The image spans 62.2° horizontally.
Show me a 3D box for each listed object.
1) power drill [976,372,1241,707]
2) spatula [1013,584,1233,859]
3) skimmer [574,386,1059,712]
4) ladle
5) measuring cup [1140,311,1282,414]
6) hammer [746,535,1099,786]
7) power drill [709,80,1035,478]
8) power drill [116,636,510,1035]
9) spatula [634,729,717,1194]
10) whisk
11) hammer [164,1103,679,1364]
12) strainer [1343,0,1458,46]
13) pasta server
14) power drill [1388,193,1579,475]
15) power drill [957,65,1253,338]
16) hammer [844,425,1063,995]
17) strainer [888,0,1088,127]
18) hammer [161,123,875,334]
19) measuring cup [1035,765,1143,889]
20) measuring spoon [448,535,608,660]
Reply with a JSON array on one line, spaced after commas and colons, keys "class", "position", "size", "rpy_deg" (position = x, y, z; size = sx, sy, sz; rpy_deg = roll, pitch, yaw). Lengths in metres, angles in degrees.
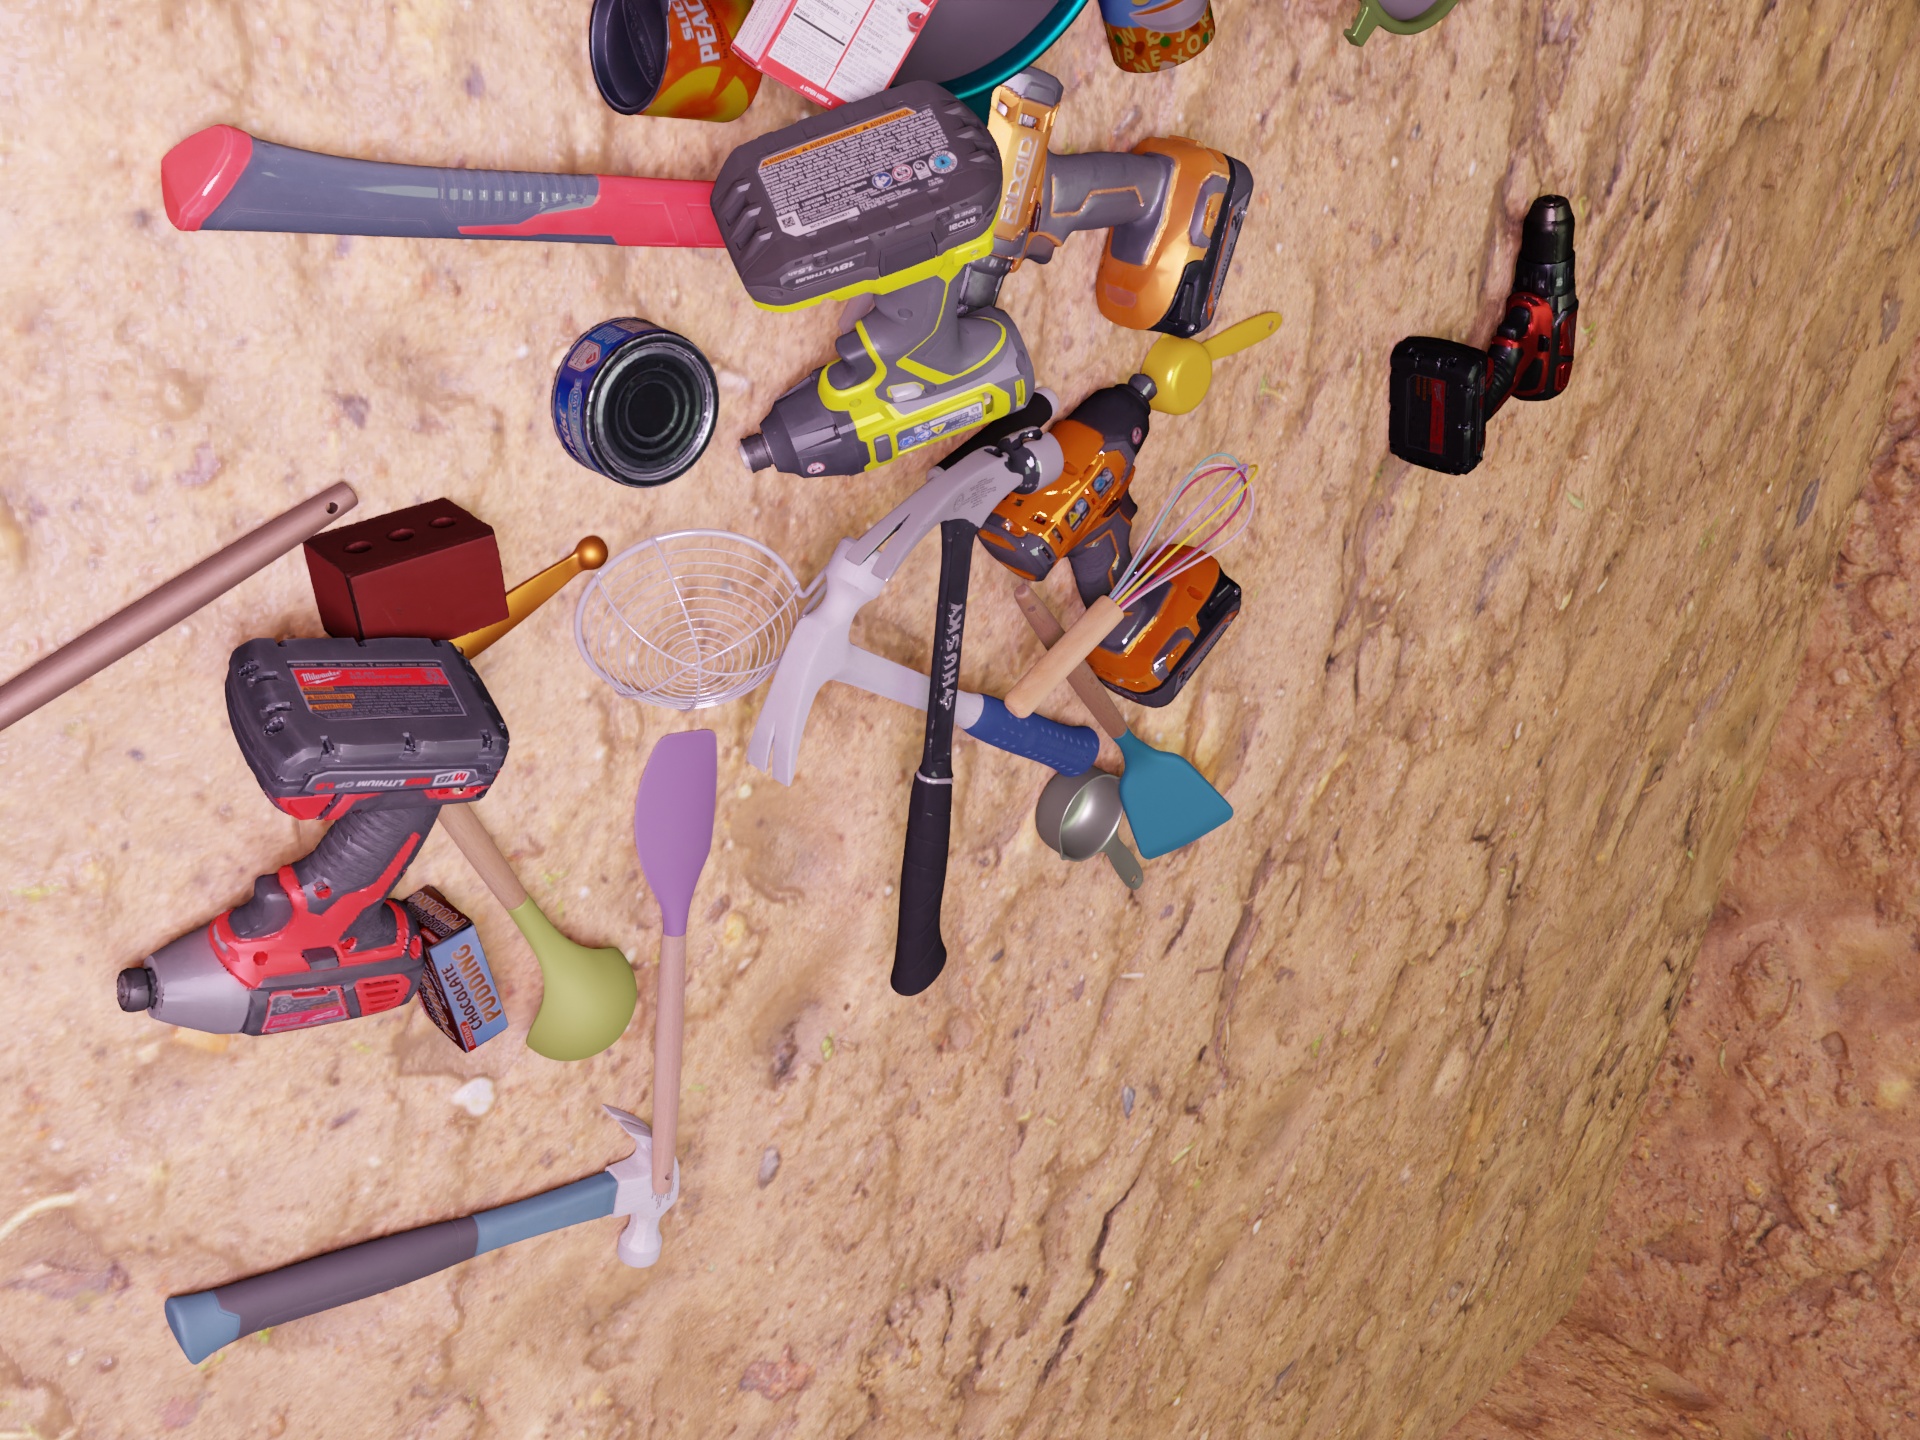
[{"class": "power drill", "position": [0.119, -0.129, 1.141], "size": [0.164, 0.084, 0.226], "rpy_deg": [-52, 136, -10]}, {"class": "spatula", "position": [0.112, 0.001, 1.174], "size": [0.082, 0.044, 0.317], "rpy_deg": [-28, 139, 11]}, {"class": "skimmer", "position": [-0.073, -0.127, 0.974], "size": [0.363, 0.090, 0.127], "rpy_deg": [-43, 149, -36]}, {"class": "ladle", "position": [-0.268, 0.079, 0.890], "size": [0.078, 0.062, 0.319], "rpy_deg": [-46, 132, -29]}, {"class": "measuring cup", "position": [0.195, -0.270, 1.174], "size": [0.156, 0.029, 0.062], "rpy_deg": [-30, 132, -30]}, {"class": "hammer", "position": [-0.002, -0.003, 1.060], "size": [0.144, 0.035, 0.405], "rpy_deg": [-62, 152, 4]}, {"class": "power drill", "position": [-0.049, -0.210, 0.832], "size": [0.171, 0.080, 0.223], "rpy_deg": [-22, 159, -5]}, {"class": "power drill", "position": [-0.312, 0.067, 0.764], "size": [0.143, 0.079, 0.219], "rpy_deg": [-3, 134, -43]}, {"class": "spatula", "position": [-0.185, 0.159, 1.011], "size": [0.059, 0.018, 0.315], "rpy_deg": [-10, 111, -43]}, {"class": "whisk", "position": [0.118, -0.093, 1.076], "size": [0.245, 0.047, 0.051], "rpy_deg": [-46, 131, -12]}, {"class": "hammer", "position": [-0.315, 0.324, 0.983], "size": [0.331, 0.033, 0.128], "rpy_deg": [-5, 117, -45]}, {"class": "strainer", "position": [0.287, -0.592, 1.051], "size": [0.151, 0.069, 0.256], "rpy_deg": [-33, 133, -26]}, {"class": "pasta server", "position": [-0.396, -0.014, 0.690], "size": [0.316, 0.040, 0.060], "rpy_deg": [-40, 126, -25]}, {"class": "power drill", "position": [0.472, -0.338, 1.399], "size": [0.227, 0.080, 0.187], "rpy_deg": [-38, 136, -29]}, {"class": "power drill", "position": [0.067, -0.293, 0.990], "size": [0.226, 0.084, 0.185], "rpy_deg": [-1, 115, -42]}, {"class": "hammer", "position": [-0.017, 0.023, 0.985], "size": [0.149, 0.036, 0.408], "rpy_deg": [-33, 142, -39]}, {"class": "strainer", "position": [-0.062, -0.430, 0.742], "size": [0.340, 0.095, 0.211], "rpy_deg": [9, 125, -48]}, {"class": "hammer", "position": [-0.177, -0.236, 0.775], "size": [0.386, 0.038, 0.143], "rpy_deg": [-11, 150, -36]}, {"class": "measuring cup", "position": [0.110, 0.093, 1.298], "size": [0.083, 0.038, 0.167], "rpy_deg": [-52, 142, -11]}, {"class": "measuring spoon", "position": [-0.235, -0.061, 0.854], "size": [0.117, 0.011, 0.021], "rpy_deg": [-41, 137, -22]}]
